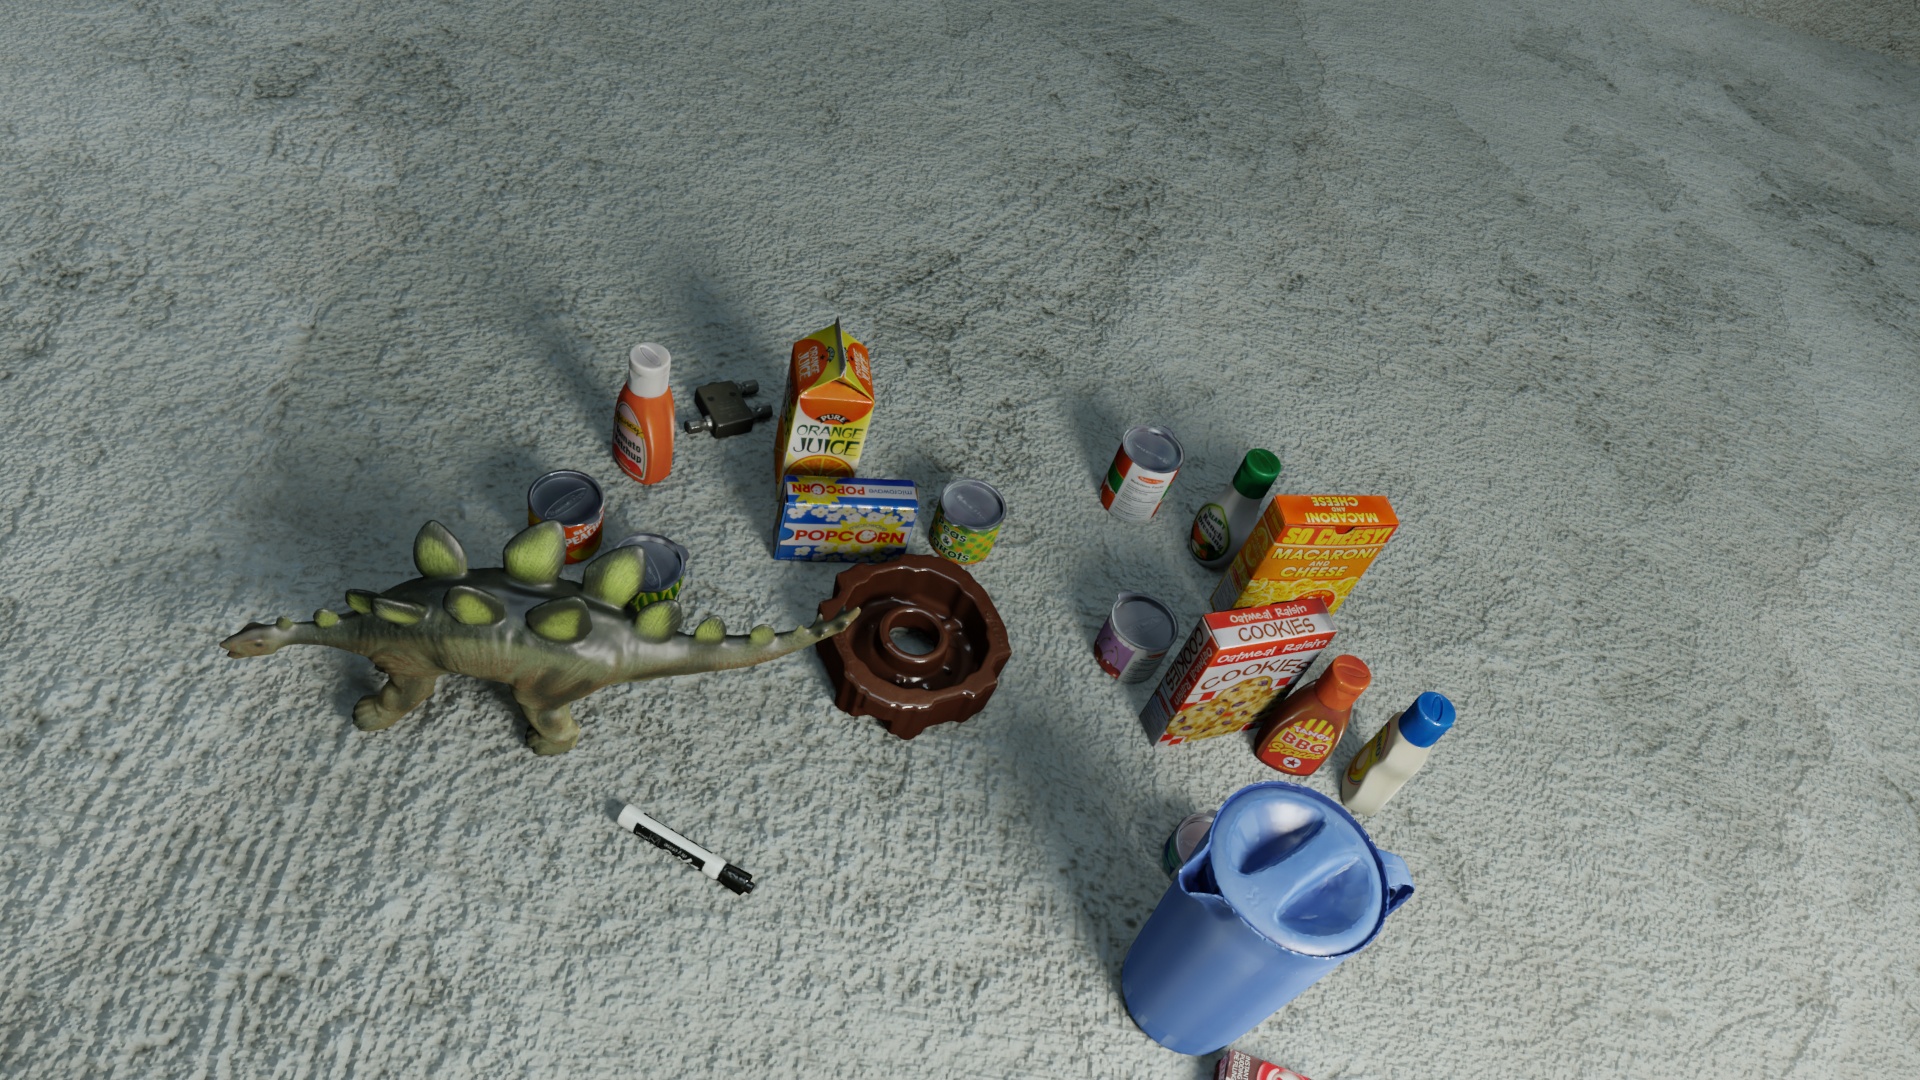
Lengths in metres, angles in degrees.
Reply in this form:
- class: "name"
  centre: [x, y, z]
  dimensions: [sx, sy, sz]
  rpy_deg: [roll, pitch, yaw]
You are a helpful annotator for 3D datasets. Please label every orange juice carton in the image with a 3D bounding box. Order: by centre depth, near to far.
- class: "orange juice carton"
  centre: [-0.128, -0.122, 1.318]
  dimensions: [0.073, 0.191, 0.072]
  rpy_deg: [3, 51, -15]

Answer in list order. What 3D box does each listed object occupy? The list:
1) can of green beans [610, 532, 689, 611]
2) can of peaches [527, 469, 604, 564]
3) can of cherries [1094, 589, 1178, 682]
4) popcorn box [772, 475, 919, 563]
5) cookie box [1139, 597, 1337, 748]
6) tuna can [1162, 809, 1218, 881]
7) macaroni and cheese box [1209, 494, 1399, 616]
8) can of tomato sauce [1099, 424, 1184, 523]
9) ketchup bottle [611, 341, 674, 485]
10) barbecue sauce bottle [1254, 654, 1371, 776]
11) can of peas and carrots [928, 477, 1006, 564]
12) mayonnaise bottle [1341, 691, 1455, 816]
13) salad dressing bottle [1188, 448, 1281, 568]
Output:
- class: "can of green beans"
  centre: [-0.279, 0.036, 1.230]
  dimensions: [0.071, 0.057, 0.071]
  rpy_deg: [9, 50, -10]
- class: "can of peaches"
  centre: [-0.354, -0.019, 1.252]
  dimensions: [0.071, 0.057, 0.071]
  rpy_deg: [9, 50, -10]
- class: "can of cherries"
  centre: [0.165, 0.091, 1.321]
  dimensions: [0.071, 0.058, 0.072]
  rpy_deg: [9, 50, -10]
- class: "popcorn box"
  centre: [-0.109, -0.019, 1.310]
  dimensions: [0.127, 0.084, 0.038]
  rpy_deg: [2, 51, -16]
- class: "cookie box"
  centre: [0.247, 0.119, 1.251]
  dimensions: [0.123, 0.166, 0.040]
  rpy_deg: [-7, 54, -22]
- class: "tuna can"
  centre: [0.211, 0.271, 1.204]
  dimensions: [0.071, 0.032, 0.071]
  rpy_deg: [9, 50, -10]
- class: "macaroni and cheese box"
  centre: [0.334, 0.023, 1.358]
  dimensions: [0.124, 0.165, 0.040]
  rpy_deg: [0, 52, -17]
- class: "can of tomato sauce"
  centre: [0.188, -0.070, 1.445]
  dimensions: [0.071, 0.082, 0.071]
  rpy_deg: [9, 50, -10]
- class: "ketchup bottle"
  centre: [-0.293, -0.120, 1.294]
  dimensions: [0.065, 0.148, 0.044]
  rpy_deg: [43, 52, 18]
- class: "barbecue sauce bottle"
  centre: [0.322, 0.157, 1.255]
  dimensions: [0.065, 0.147, 0.044]
  rpy_deg: [19, 49, -2]
- class: "can of peas and carrots"
  centre: [0.005, -0.017, 1.361]
  dimensions: [0.071, 0.058, 0.071]
  rpy_deg: [9, 50, -10]
- class: "mayonnaise bottle"
  centre: [0.393, 0.189, 1.251]
  dimensions: [0.041, 0.147, 0.065]
  rpy_deg: [23, 49, 2]
- class: "salad dressing bottle"
  centre: [0.277, -0.032, 1.398]
  dimensions: [0.044, 0.146, 0.064]
  rpy_deg: [-14, 57, -27]
